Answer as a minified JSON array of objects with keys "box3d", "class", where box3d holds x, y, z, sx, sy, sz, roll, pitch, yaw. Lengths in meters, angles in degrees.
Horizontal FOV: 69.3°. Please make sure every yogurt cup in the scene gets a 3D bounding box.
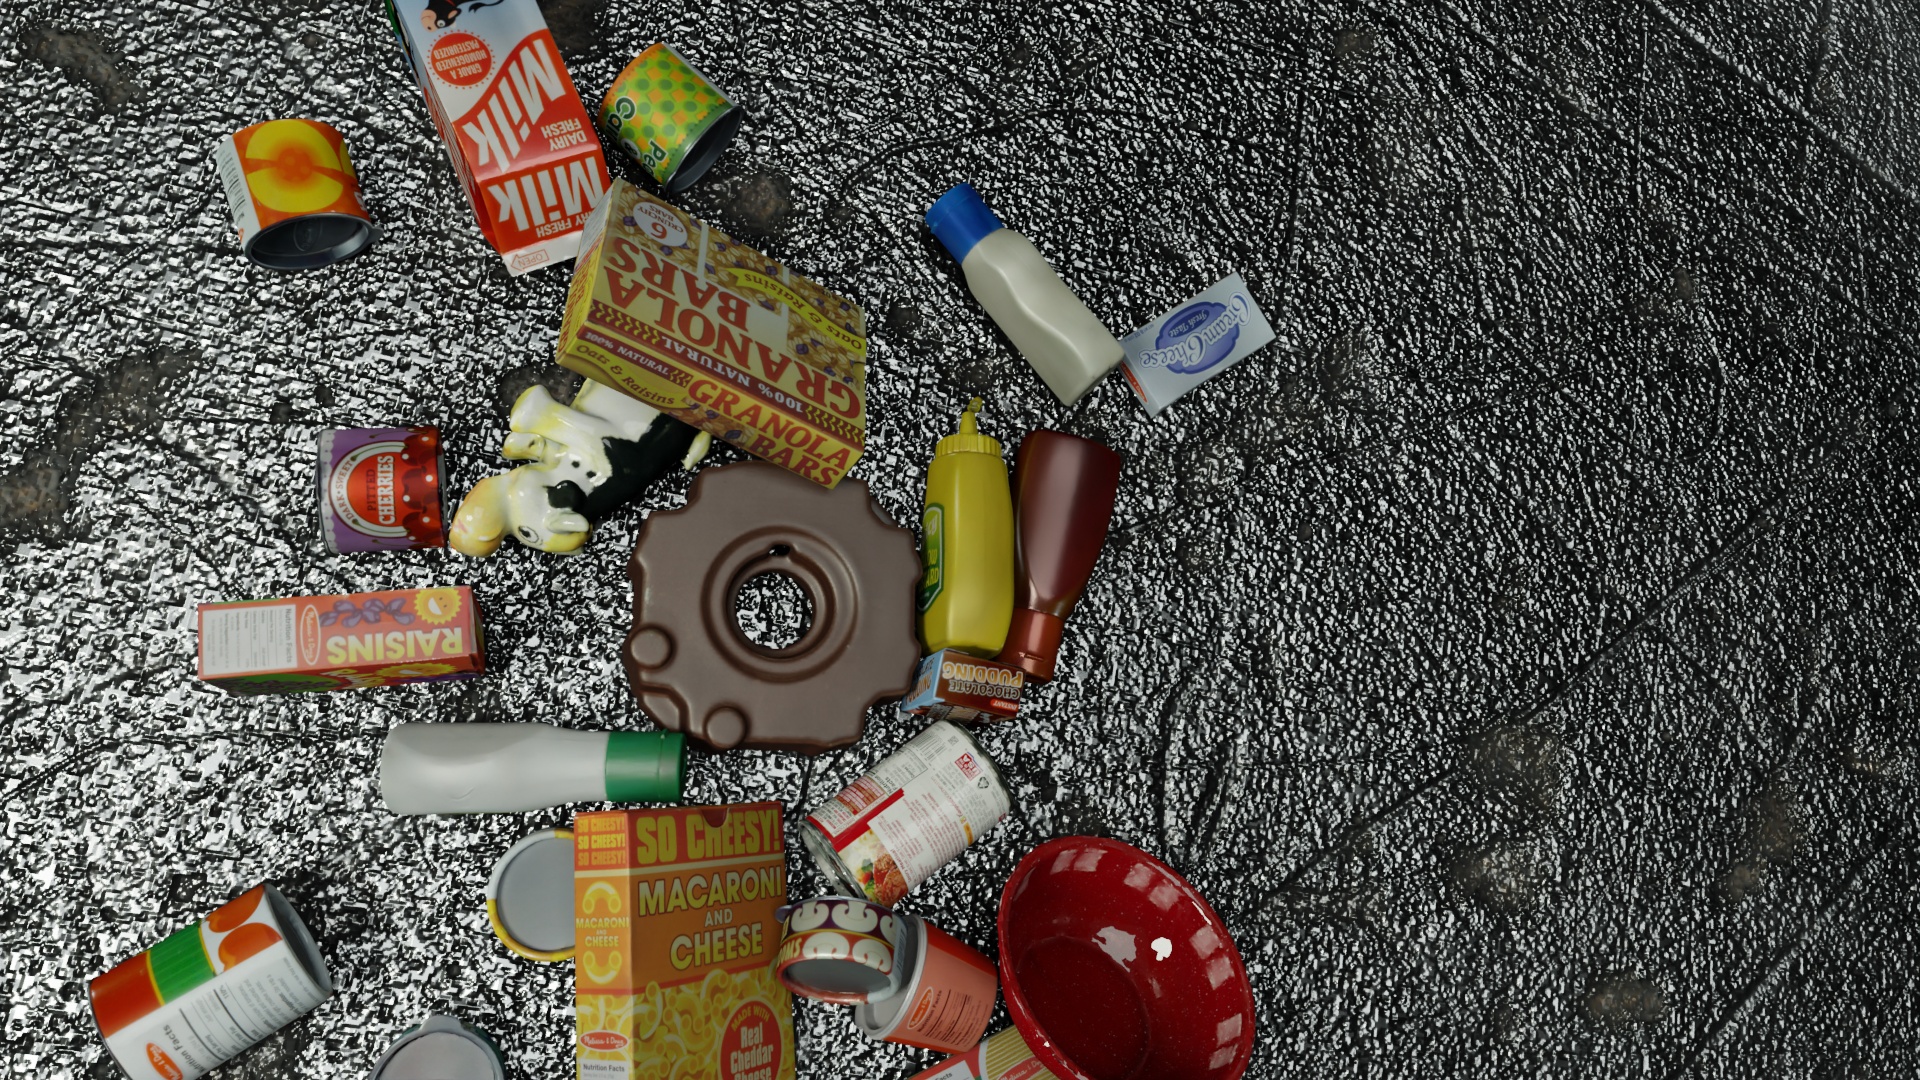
[{"box3d":[-0.016,0.245,0.757,0.054,0.072,0.072,27,73,-18],"class":"yogurt cup"}]

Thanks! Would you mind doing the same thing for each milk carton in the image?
[{"box3d":[-0.259,-0.245,0.787,0.072,0.073,0.190,-24,86,-19],"class":"milk carton"}]

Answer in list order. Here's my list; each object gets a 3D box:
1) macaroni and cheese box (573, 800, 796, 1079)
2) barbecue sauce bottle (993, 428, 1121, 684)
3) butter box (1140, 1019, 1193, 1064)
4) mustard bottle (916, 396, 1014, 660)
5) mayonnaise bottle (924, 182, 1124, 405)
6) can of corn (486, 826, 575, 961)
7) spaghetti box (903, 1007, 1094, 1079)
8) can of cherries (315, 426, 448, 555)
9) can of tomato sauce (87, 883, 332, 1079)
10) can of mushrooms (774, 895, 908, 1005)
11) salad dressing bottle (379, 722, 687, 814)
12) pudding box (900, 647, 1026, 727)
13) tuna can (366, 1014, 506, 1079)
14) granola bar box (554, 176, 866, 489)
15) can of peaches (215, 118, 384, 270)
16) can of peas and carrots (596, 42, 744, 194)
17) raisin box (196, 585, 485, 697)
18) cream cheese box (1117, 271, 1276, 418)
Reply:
[{"box3d":[-0.136,0.218,0.703,0.124,0.040,0.166,14,69,-59],"class":"macaroni and cheese box"},{"box3d":[0.053,0.011,0.837,0.065,0.043,0.149,17,75,-13],"class":"barbecue sauce bottle"},{"box3d":[0.105,0.324,0.794,0.104,0.024,0.053,-29,87,-20],"class":"butter box"},{"box3d":[0.003,-0.010,0.819,0.049,0.065,0.160,8,71,-20],"class":"mustard bottle"},{"box3d":[0.038,-0.154,0.860,0.041,0.064,0.148,-38,87,-19],"class":"mayonnaise bottle"},{"box3d":[-0.207,0.183,0.717,0.071,0.058,0.071,3,78,-15],"class":"can of corn"},{"box3d":[-0.048,0.326,0.738,0.251,0.028,0.050,-20,54,-19],"class":"spaghetti box"},{"box3d":[-0.302,-0.026,0.729,0.058,0.071,0.071,-3,79,-17],"class":"can of cherries"},{"box3d":[-0.357,0.213,0.665,0.083,0.071,0.071,-30,88,-20],"class":"can of tomato sauce"},{"box3d":[-0.064,0.215,0.725,0.071,0.070,0.034,16,50,-12],"class":"can of mushrooms"},{"box3d":[-0.218,0.117,0.717,0.148,0.064,0.044,1,100,-4],"class":"salad dressing bottle"},{"box3d":[0.000,0.084,0.784,0.050,0.083,0.030,15,75,-13],"class":"pudding box"},{"box3d":[-0.262,0.273,0.696,0.071,0.032,0.071,3,78,-15],"class":"tuna can"},{"box3d":[-0.129,-0.113,0.760,0.165,0.039,0.125,25,41,-28],"class":"granola bar box"},{"box3d":[-0.357,-0.187,0.751,0.071,0.071,0.058,-19,84,-19],"class":"can of peaches"},{"box3d":[-0.172,-0.246,0.816,0.059,0.070,0.071,41,71,-4],"class":"can of peas and carrots"},{"box3d":[-0.308,0.052,0.702,0.123,0.086,0.040,-4,78,-17],"class":"raisin box"},{"box3d":[0.151,-0.128,0.905,0.104,0.024,0.053,-32,90,-19],"class":"cream cheese box"}]
